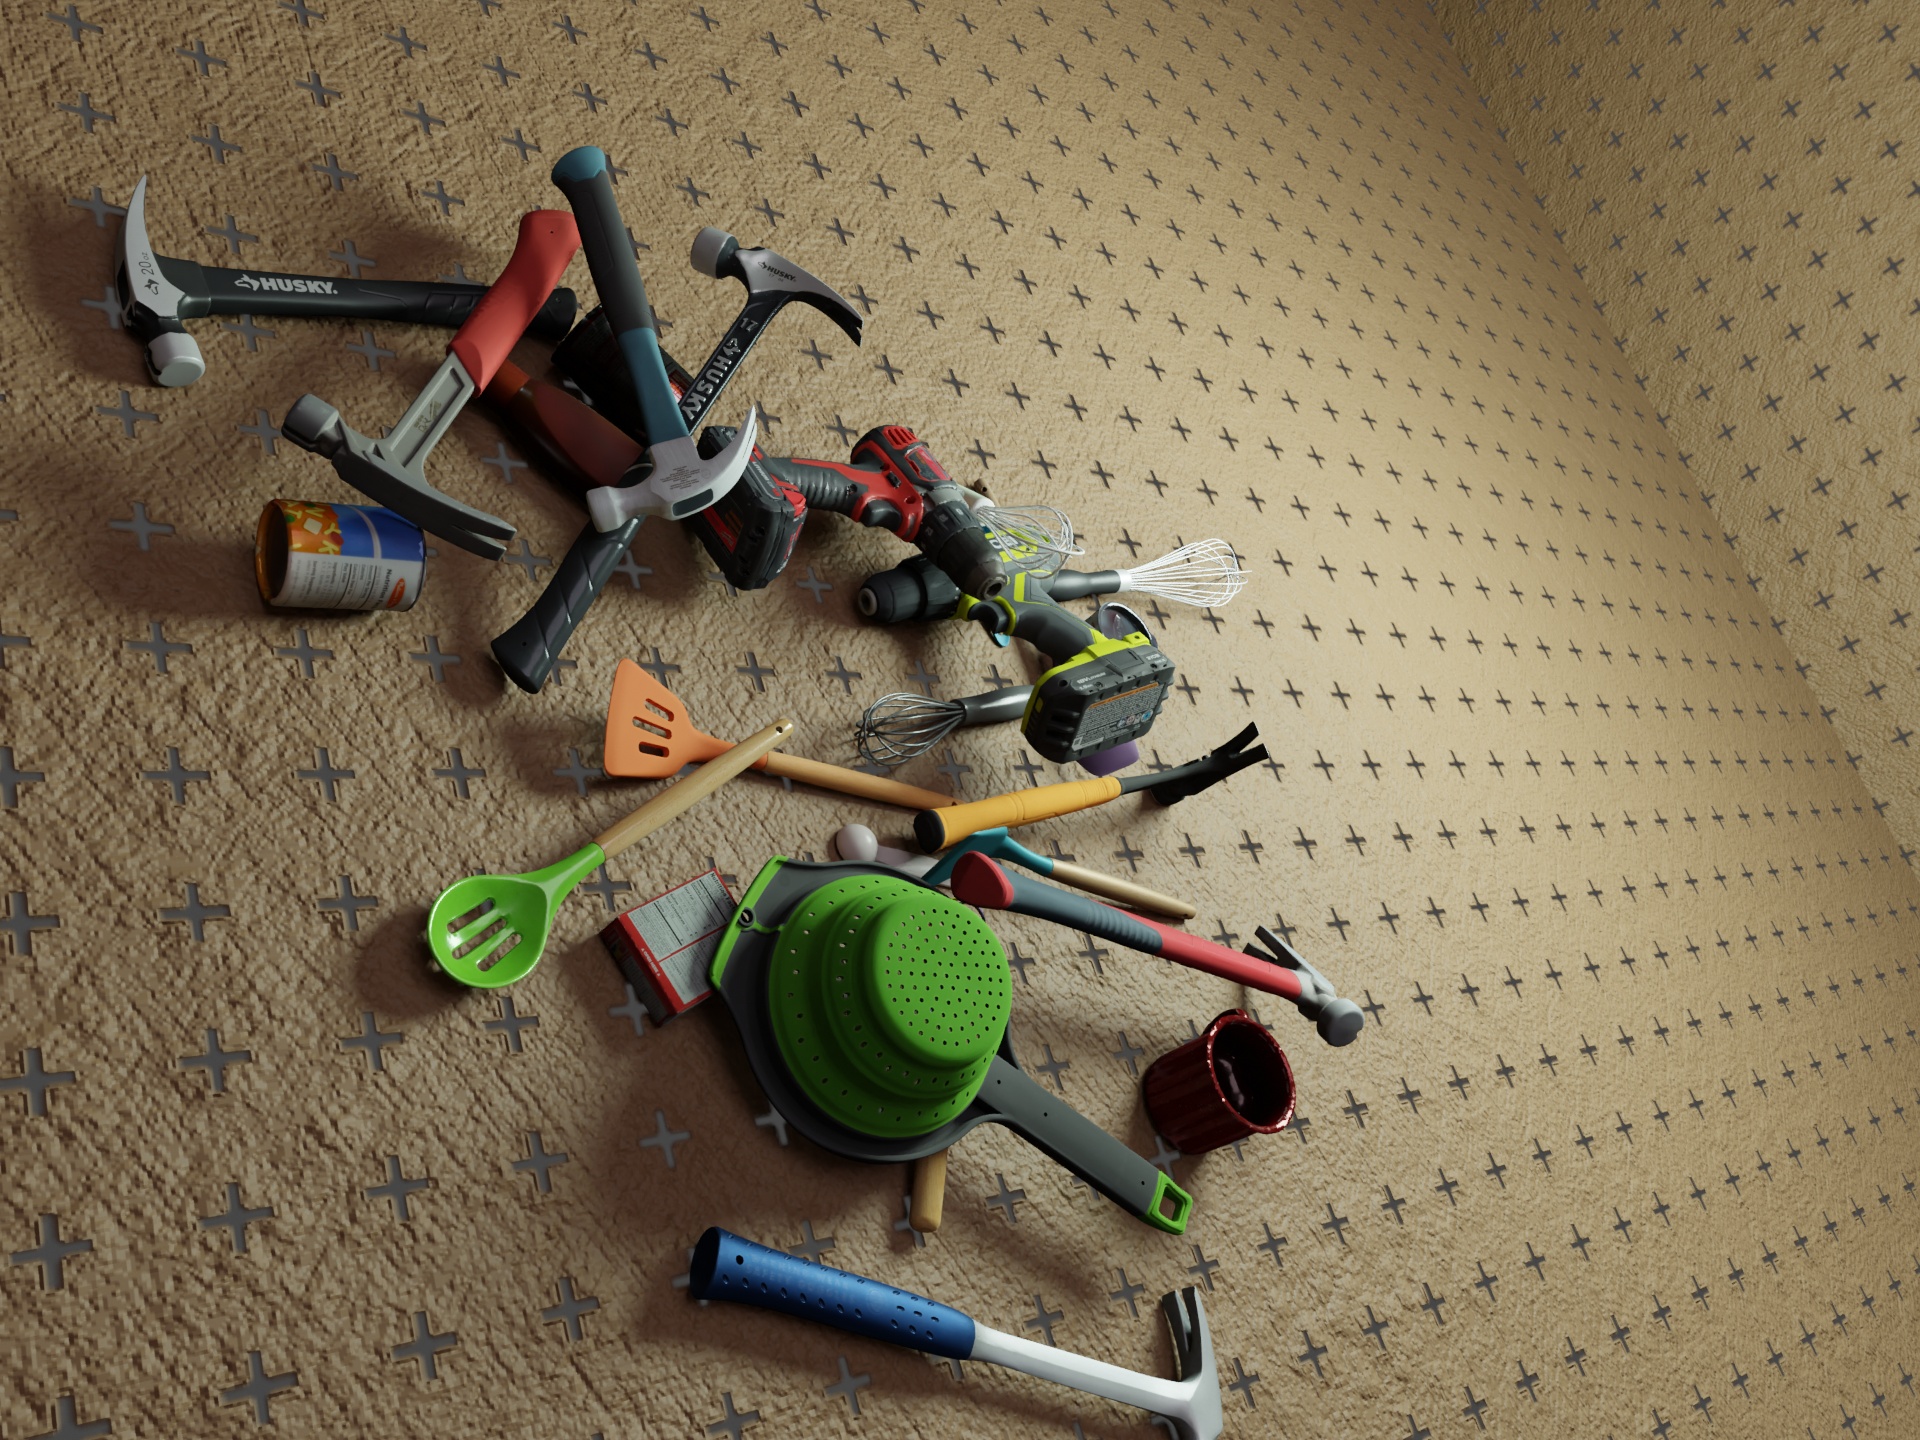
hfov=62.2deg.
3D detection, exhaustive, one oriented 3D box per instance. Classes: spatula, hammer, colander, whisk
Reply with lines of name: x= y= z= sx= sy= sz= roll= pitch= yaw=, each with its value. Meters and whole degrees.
spatula: x=-0.118 y=0.033 z=1.154 sx=0.322 sy=0.041 sz=0.081 roll=16 pitch=72 yaw=-36
hammer: x=-0.239 y=-0.286 z=1.146 sx=0.128 sy=0.033 sz=0.331 roll=-16 pitch=66 yaw=-12
colander: x=0.028 y=0.225 z=1.051 sx=0.397 sy=0.094 sz=0.205 roll=38 pitch=52 yaw=-15
spatula: x=0.073 y=-0.089 z=1.412 sx=0.060 sy=0.018 sz=0.316 roll=-21 pitch=66 yaw=-4
hammer: x=0.144 y=0.162 z=1.233 sx=0.386 sy=0.038 sz=0.143 roll=22 pitch=12 yaw=-33
whisk: x=-0.016 y=0.234 z=1.111 sx=0.047 sy=0.051 sz=0.245 roll=13 pitch=55 yaw=-9
whisk: x=0.024 y=-0.172 z=1.328 sx=0.059 sy=0.057 sz=0.247 roll=4 pitch=19 yaw=-33
hammer: x=0.103 y=0.059 z=1.285 sx=0.336 sy=0.127 sz=0.034 roll=-10 pitch=74 yaw=-40
whisk: x=0.174 y=-0.135 z=1.530 sx=0.284 sy=0.070 sz=0.070 roll=-8 pitch=68 yaw=-39
hammer: x=0.013 y=0.394 z=1.021 sx=0.405 sy=0.035 sz=0.144 roll=27 pitch=47 yaw=-25
hammer: x=-0.420 y=-0.303 z=1.127 sx=0.334 sy=0.035 sz=0.146 roll=-11 pitch=71 yaw=-46
hammer: x=-0.324 y=-0.257 z=1.108 sx=0.149 sy=0.036 sz=0.359 roll=31 pitch=39 yaw=-17
hammer: x=-0.210 y=-0.187 z=1.138 sx=0.149 sy=0.036 sz=0.409 roll=24 pitch=63 yaw=5
whisk: x=-0.001 y=-0.003 z=1.284 sx=0.239 sy=0.055 sz=0.055 roll=-12 pitch=70 yaw=-50
spatula: x=0.087 y=0.131 z=1.258 sx=0.317 sy=0.082 sz=0.044 roll=20 pitch=36 yaw=-40

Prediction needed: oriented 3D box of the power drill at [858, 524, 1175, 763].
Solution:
power drill: x=0.044 y=-0.070 z=1.298 sx=0.190 sy=0.080 sz=0.229 roll=-18 pitch=49 yaw=-36

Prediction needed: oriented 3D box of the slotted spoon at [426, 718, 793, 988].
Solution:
slotted spoon: x=-0.214 y=0.074 z=1.025 sx=0.070 sy=0.031 sz=0.314 roll=53 pitch=48 yaw=0

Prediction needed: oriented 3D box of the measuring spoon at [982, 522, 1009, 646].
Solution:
measuring spoon: x=0.019 y=-0.123 z=1.412 sx=0.042 sy=0.021 sz=0.129 roll=-5 pitch=74 yaw=-34

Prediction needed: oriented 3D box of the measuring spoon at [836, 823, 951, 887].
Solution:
measuring spoon: x=-0.037 y=0.103 z=1.194 sx=0.124 sy=0.018 sz=0.034 roll=21 pitch=50 yaw=-32

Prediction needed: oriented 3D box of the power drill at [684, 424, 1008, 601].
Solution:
power drill: x=-0.084 y=-0.157 z=1.244 sx=0.226 sy=0.080 sz=0.188 roll=-9 pitch=50 yaw=-39
